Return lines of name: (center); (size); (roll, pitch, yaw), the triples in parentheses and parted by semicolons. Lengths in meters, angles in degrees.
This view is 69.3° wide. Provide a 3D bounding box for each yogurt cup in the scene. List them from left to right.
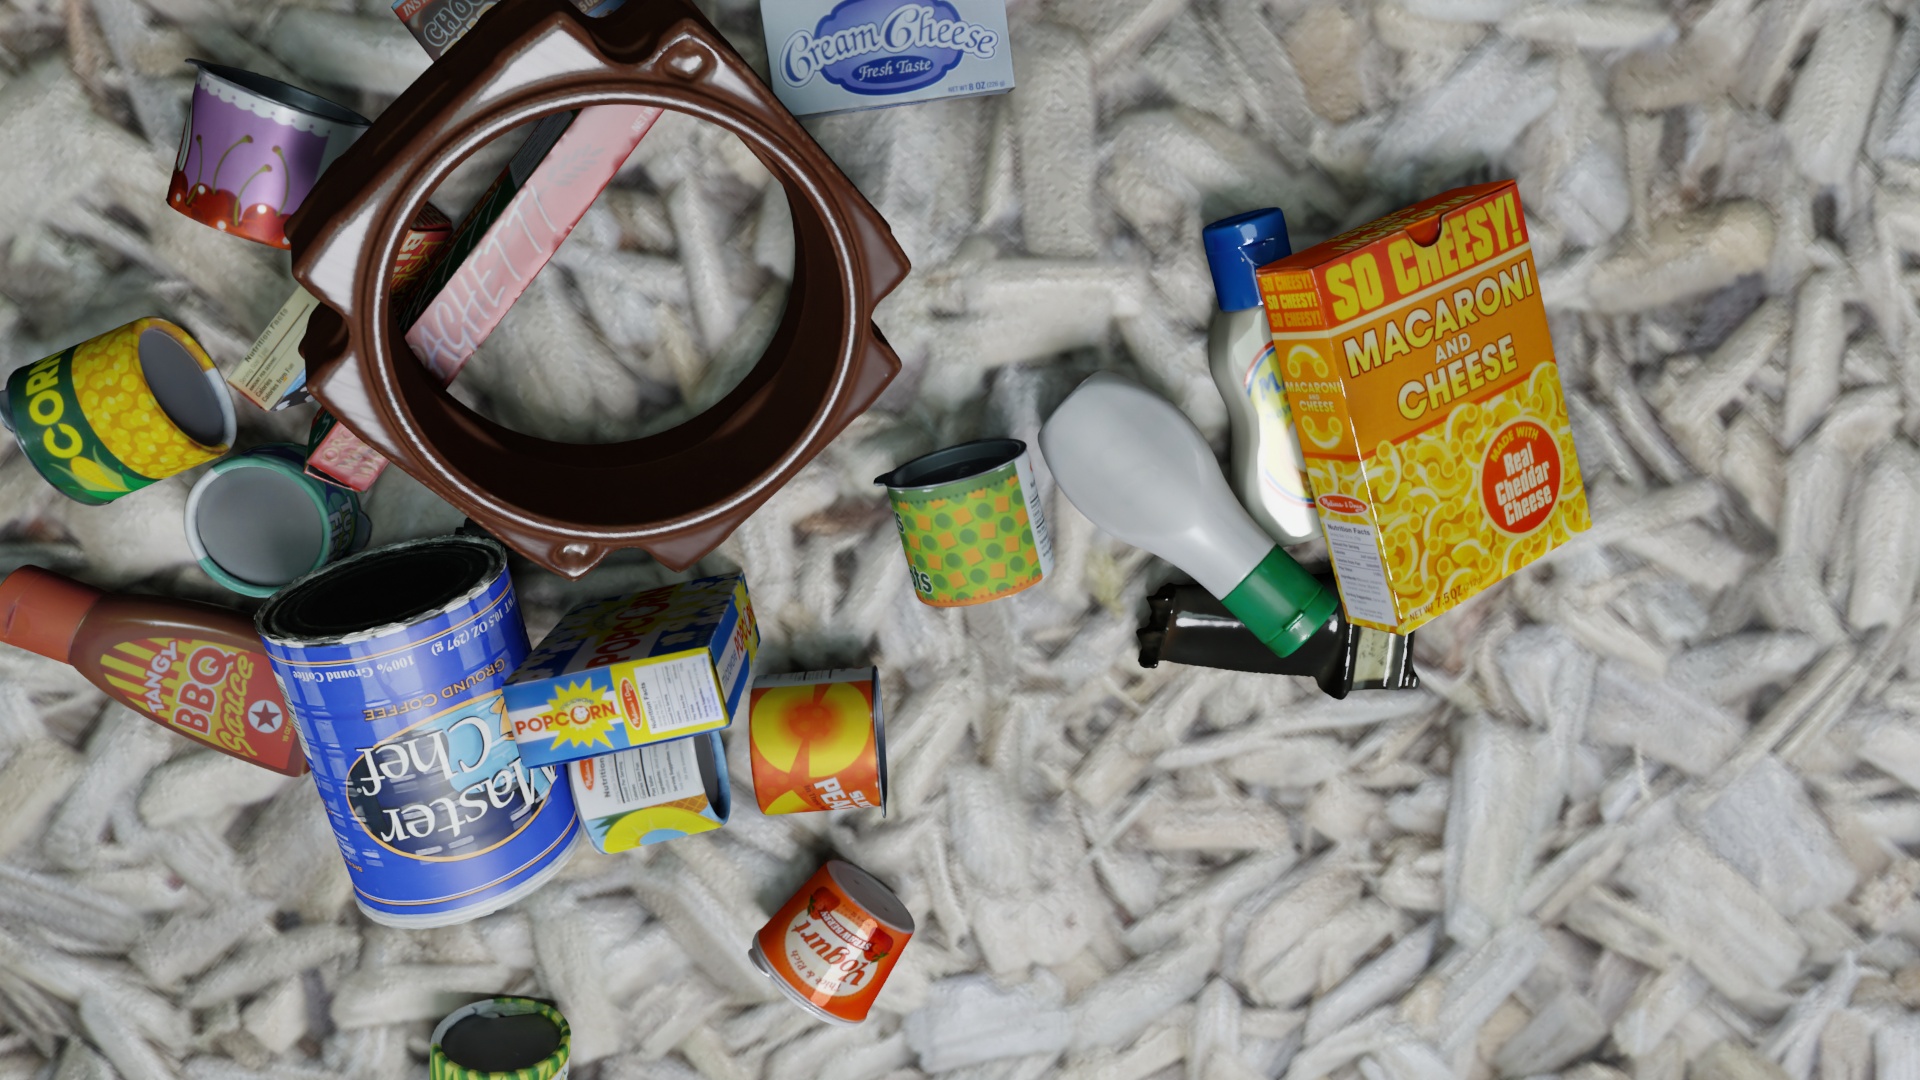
yogurt cup: (-0.059, 0.194, 0.677); (0.072, 0.072, 0.054); (36, 92, -11)

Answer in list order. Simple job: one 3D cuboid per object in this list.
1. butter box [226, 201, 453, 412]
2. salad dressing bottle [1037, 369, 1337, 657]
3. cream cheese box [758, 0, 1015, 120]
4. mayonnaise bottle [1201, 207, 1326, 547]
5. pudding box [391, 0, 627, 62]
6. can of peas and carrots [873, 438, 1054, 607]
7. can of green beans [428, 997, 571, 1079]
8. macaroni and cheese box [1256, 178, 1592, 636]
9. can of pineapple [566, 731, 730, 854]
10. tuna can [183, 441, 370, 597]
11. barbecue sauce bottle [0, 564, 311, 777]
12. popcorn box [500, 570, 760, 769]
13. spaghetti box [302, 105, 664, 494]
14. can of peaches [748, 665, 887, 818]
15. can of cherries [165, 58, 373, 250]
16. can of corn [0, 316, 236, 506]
butter box: (-0.264, -0.102, 0.595); (0.024, 0.053, 0.103); (40, 99, -9)
salad dressing bottle: (0.101, -0.011, 0.619); (0.148, 0.044, 0.064); (44, 102, 7)
cream cheese box: (-0.031, -0.212, 0.593); (0.104, 0.024, 0.053); (-8, 103, -1)
mayonnaise bottle: (0.144, -0.074, 0.628); (0.065, 0.041, 0.147); (-18, 105, -3)
pudding box: (-0.185, -0.225, 0.579); (0.083, 0.030, 0.049); (-34, 103, 6)
can of peas and carrots: (0.002, -0.008, 0.626); (0.071, 0.071, 0.058); (-15, 106, 1)
can of green beans: (-0.228, 0.269, 0.686); (0.071, 0.071, 0.057); (7, 104, -5)
macaroni and cheese box: (0.208, -0.060, 0.613); (0.124, 0.040, 0.166); (-25, 106, -23)
can of pineapple: (-0.144, 0.108, 0.650); (0.058, 0.071, 0.070); (-13, 105, 1)
tuna can: (-0.308, -0.009, 0.627); (0.071, 0.033, 0.071); (-1, 105, -2)
barbecue sauce bottle: (-0.360, 0.054, 0.635); (0.148, 0.044, 0.064); (22, 103, -8)
popcorn box: (-0.137, 0.053, 0.603); (0.085, 0.127, 0.038); (-12, 102, 0)
spaghetti box: (-0.196, -0.126, 0.591); (0.028, 0.050, 0.249); (35, 101, -33)
can of peaches: (-0.065, 0.095, 0.647); (0.058, 0.071, 0.071); (-4, 105, -1)
can of cherries: (-0.287, -0.157, 0.573); (0.071, 0.072, 0.058); (21, 104, -8)
can of corn: (-0.358, -0.056, 0.593); (0.058, 0.071, 0.071); (-22, 105, 2)
